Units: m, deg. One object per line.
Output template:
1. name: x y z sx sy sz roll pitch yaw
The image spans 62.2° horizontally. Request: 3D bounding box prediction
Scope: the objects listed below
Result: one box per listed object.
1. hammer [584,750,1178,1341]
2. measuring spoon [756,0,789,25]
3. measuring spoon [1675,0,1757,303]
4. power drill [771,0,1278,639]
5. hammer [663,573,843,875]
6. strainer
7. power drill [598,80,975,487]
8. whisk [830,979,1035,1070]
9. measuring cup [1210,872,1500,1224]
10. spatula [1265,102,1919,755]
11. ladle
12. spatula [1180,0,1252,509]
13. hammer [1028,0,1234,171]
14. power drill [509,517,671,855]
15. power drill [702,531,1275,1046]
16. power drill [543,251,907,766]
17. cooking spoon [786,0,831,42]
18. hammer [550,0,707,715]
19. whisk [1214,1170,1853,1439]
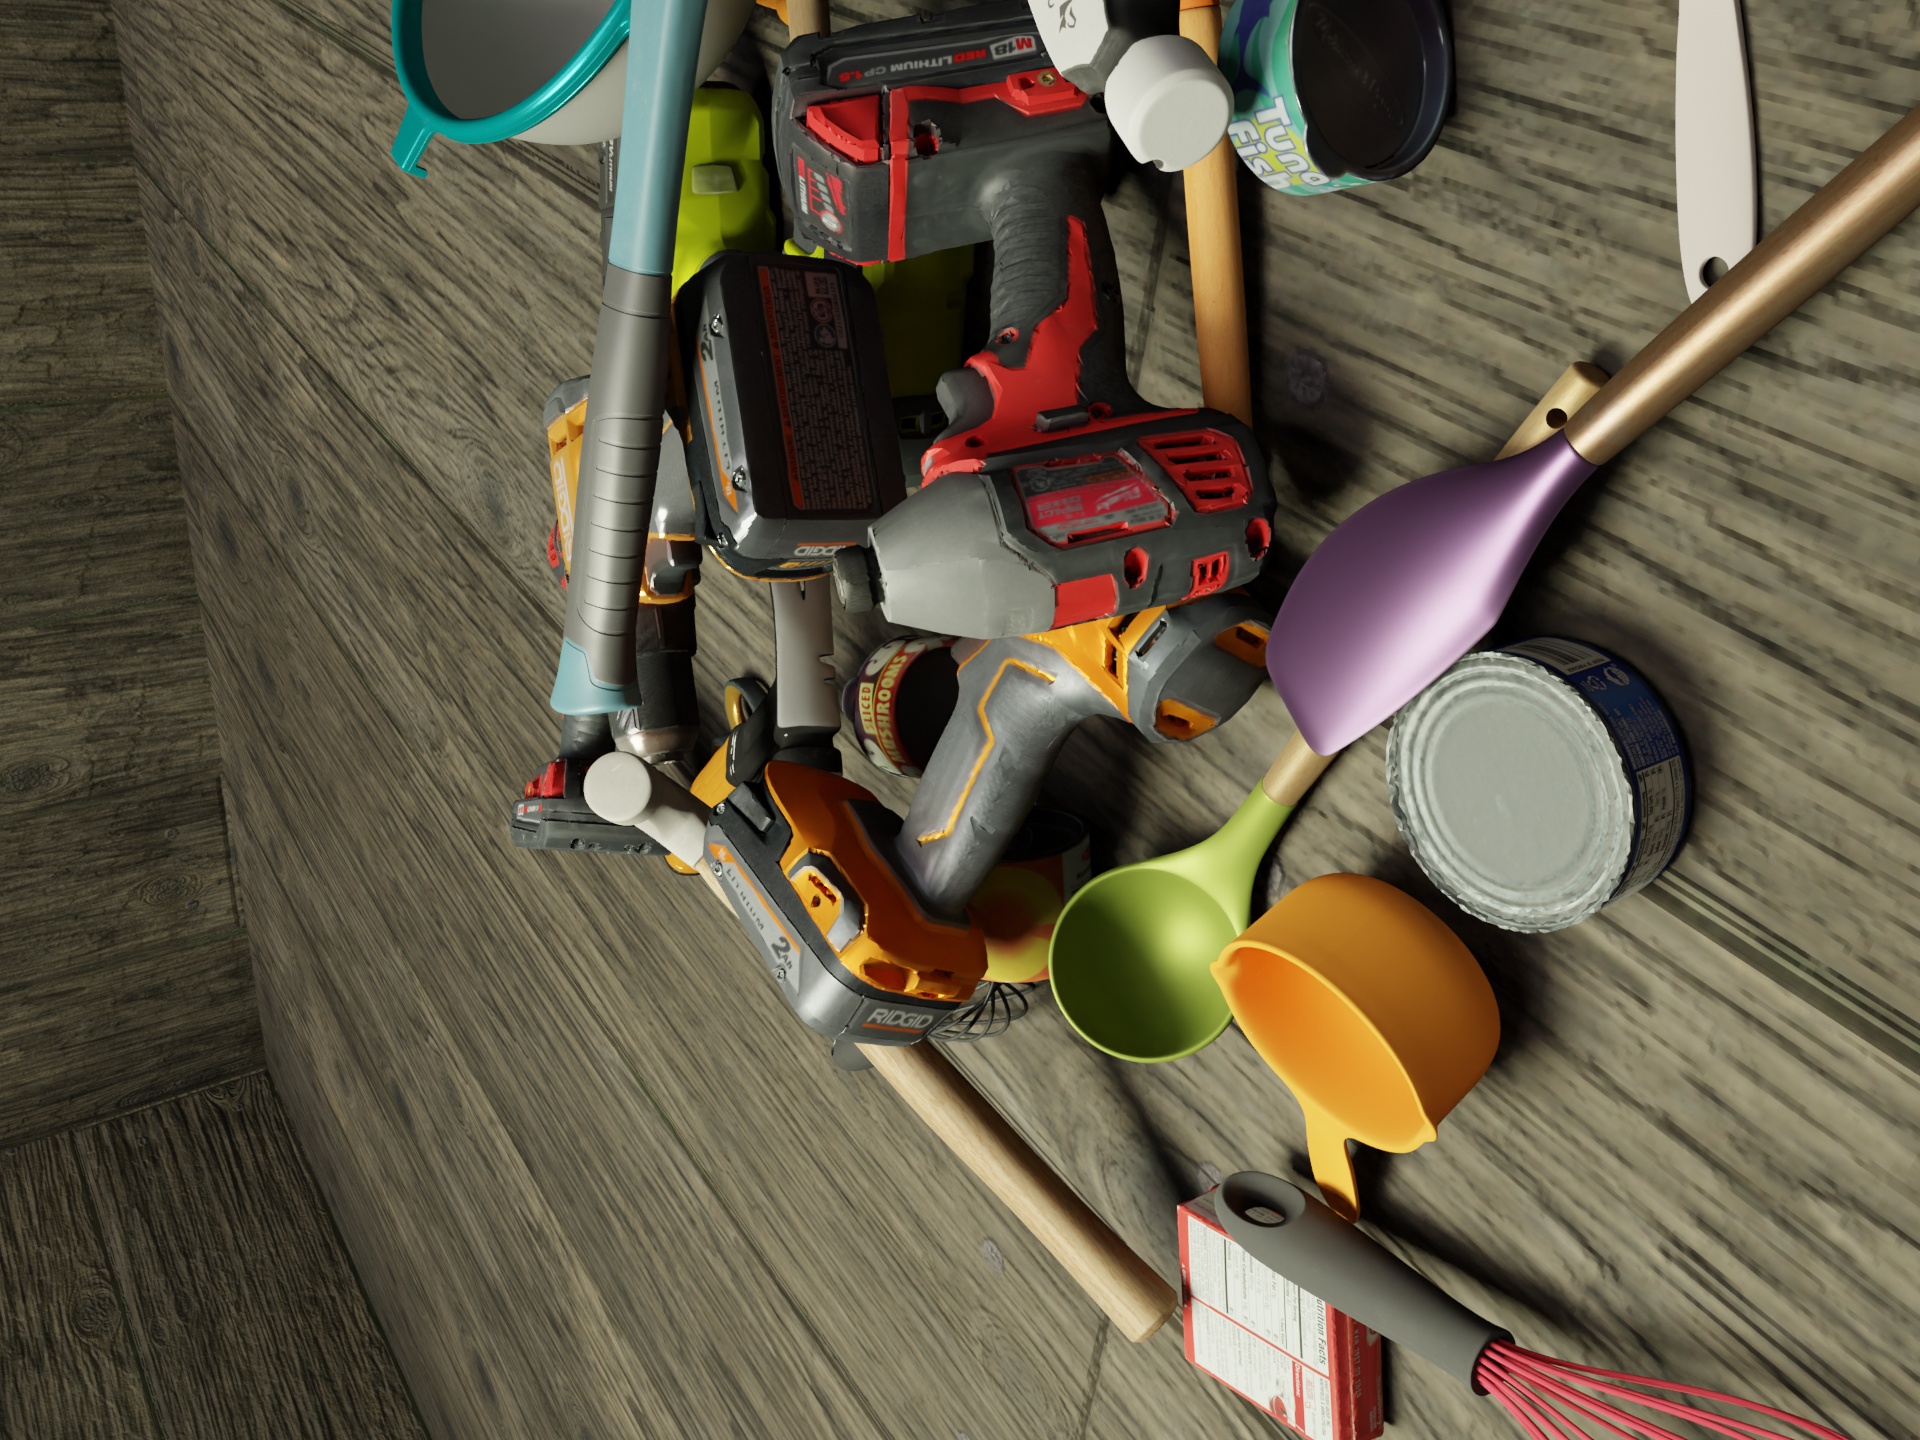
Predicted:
1. hammer: -0.033 0.141 0.705 0.331 0.031 0.130 44 177 13
2. measuring spoon: -0.107 -0.360 0.771 0.117 0.011 0.021 44 136 39
3. measuring spoon: 0.186 -0.161 0.402 0.034 0.018 0.124 8 110 55
4. power drill: 0.008 -0.131 0.545 0.078 0.143 0.220 97 159 -68
5. hammer: -0.123 0.018 0.865 0.337 0.034 0.127 136 132 -63
6. strainer: -0.145 -0.398 0.706 0.211 0.095 0.340 -5 75 39
7. power drill: -0.079 -0.220 0.731 0.223 0.080 0.171 31 127 43
8. whisk: -0.024 0.152 0.822 0.239 0.055 0.055 -42 68 59
9. measuring cup: 0.145 0.122 0.561 0.095 0.052 0.173 35 155 39
10. spatula: 0.179 -0.090 0.412 0.315 0.018 0.060 -47 58 46
11. ladle: 0.117 0.013 0.544 0.078 0.062 0.320 39 134 13
12. spatula: 0.088 -0.211 0.529 0.081 0.041 0.322 19 122 53
13. hammer: 0.111 -0.315 0.388 0.334 0.035 0.146 -54 43 38
14. power drill: -0.206 -0.035 0.944 0.188 0.080 0.227 -10 76 64
15. power drill: -0.001 -0.002 0.627 0.226 0.084 0.164 -51 52 16
16. power drill: -0.113 -0.082 0.691 0.226 0.084 0.185 -15 82 55
17. cooking spoon: -0.068 -0.370 0.640 0.069 0.017 0.319 171 94 -65
18. hammer: -0.118 -0.152 0.583 0.128 0.033 0.331 30 118 40
19. whisk: 0.187 0.216 0.509 0.296 0.073 0.073 20 119 54
